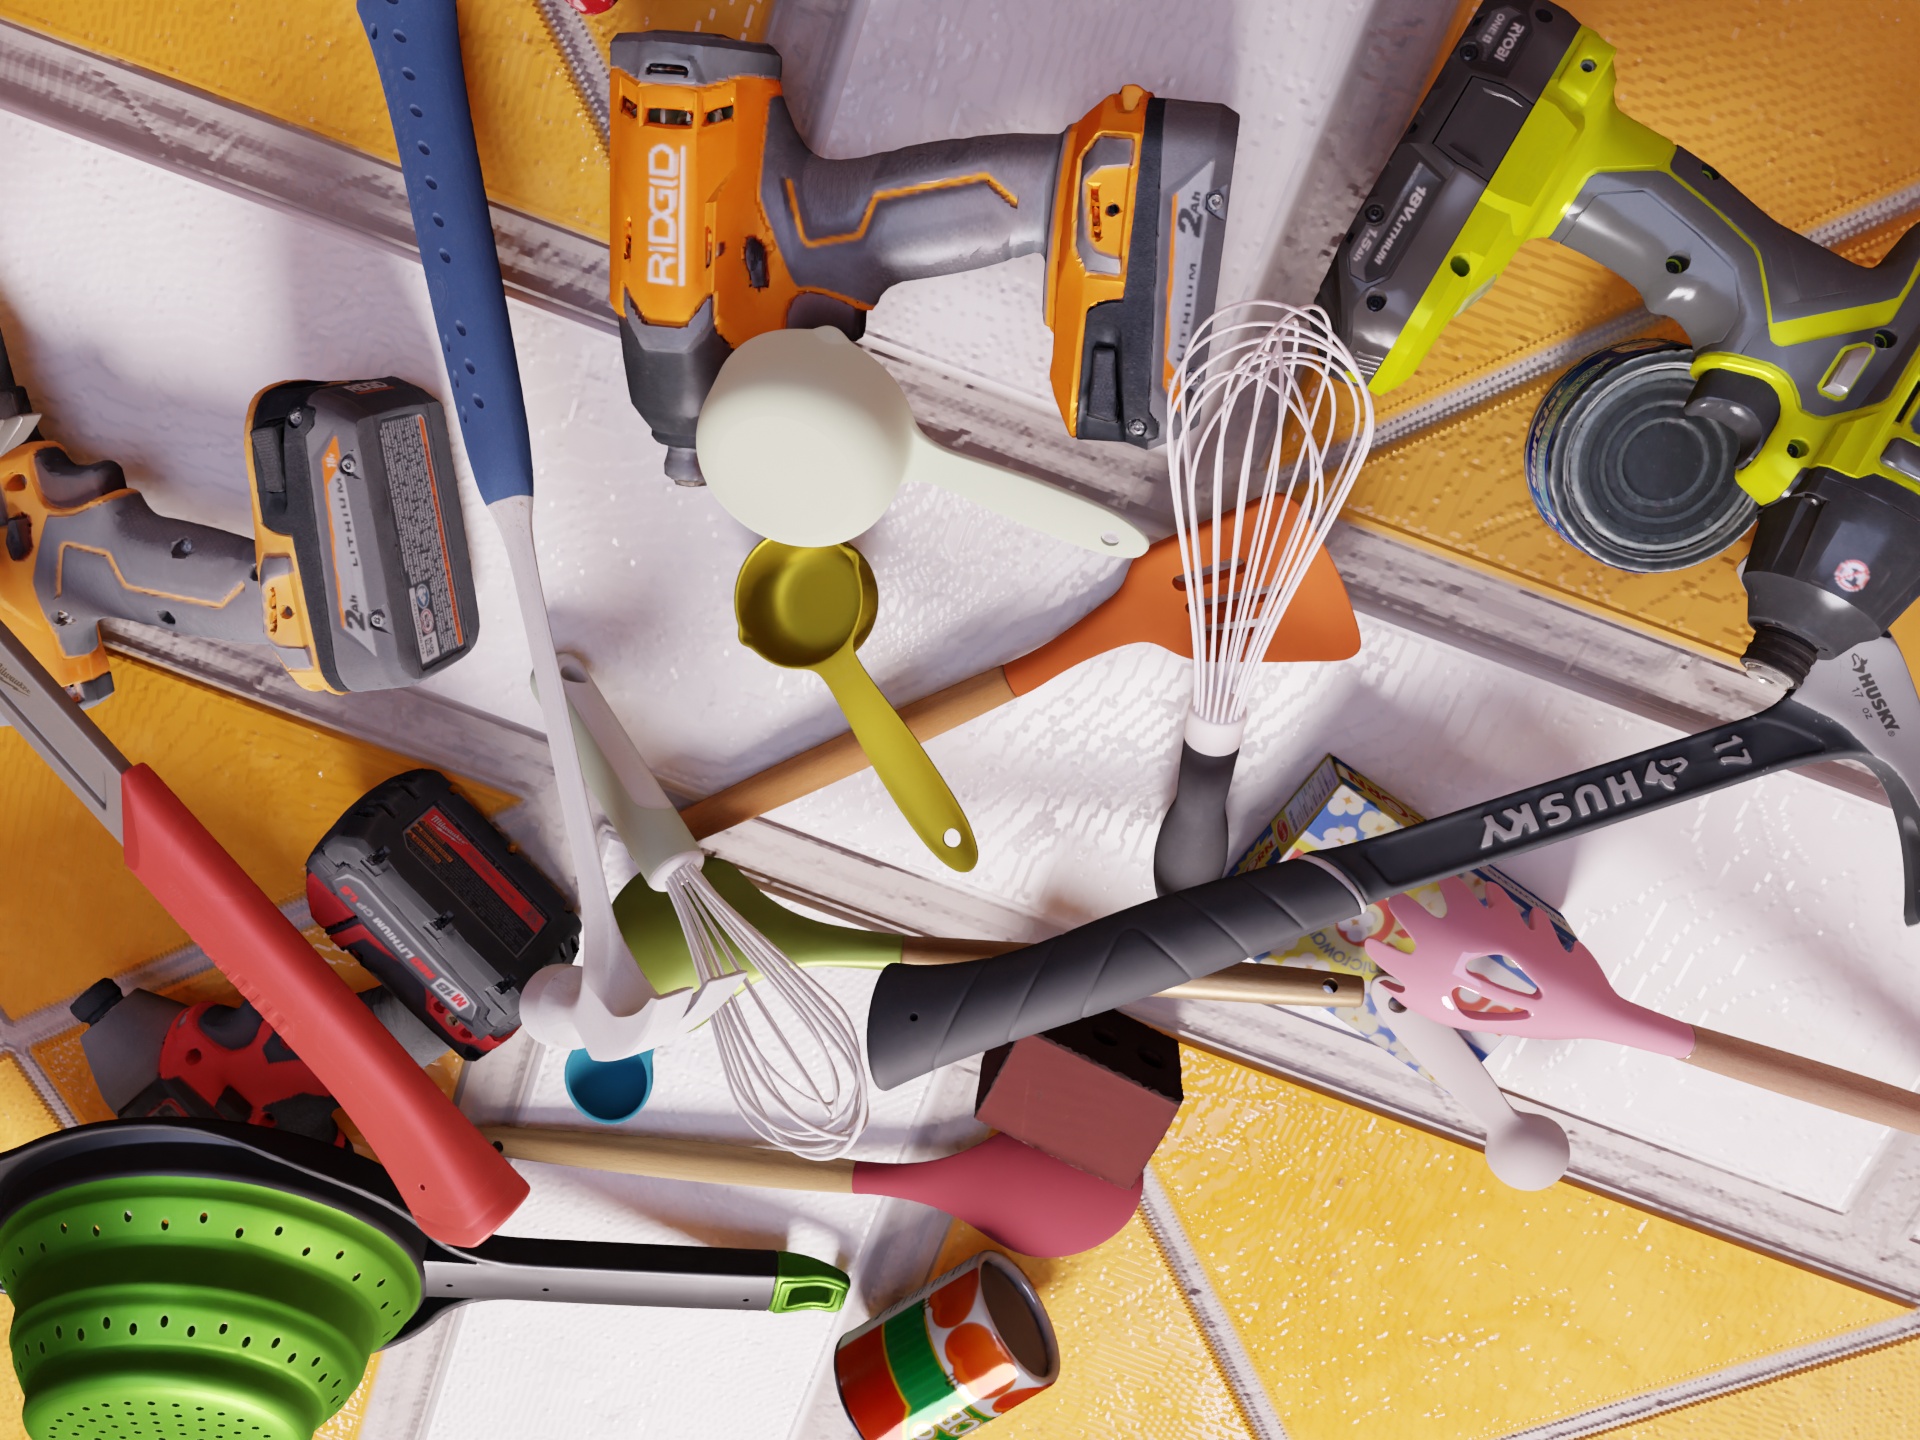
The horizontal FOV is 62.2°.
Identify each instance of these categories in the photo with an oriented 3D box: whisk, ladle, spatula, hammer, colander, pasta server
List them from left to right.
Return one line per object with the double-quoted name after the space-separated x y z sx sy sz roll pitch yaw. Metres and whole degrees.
-0.292 0.059 0.622 0.149 0.037 0.359 -37 97 23 "hammer"
-0.245 0.271 0.693 0.397 0.095 0.204 7 134 -11 "colander"
-0.162 -0.072 0.591 0.035 0.144 0.405 -13 92 -36 "hammer"
-0.108 0.065 0.630 0.059 0.057 0.246 -49 64 29 "whisk"
-0.074 0.206 0.734 0.315 0.031 0.069 3 99 6 "ladle"
-0.001 -0.002 0.652 0.322 0.041 0.081 -24 120 14 "spatula"
0.004 0.102 0.665 0.320 0.062 0.078 4 69 6 "ladle"
0.100 -0.023 0.588 0.070 0.070 0.284 5 132 4 "whisk"
0.159 0.059 0.590 0.409 0.036 0.149 -19 71 2 "hammer"
0.311 0.133 0.646 0.316 0.040 0.060 18 108 -15 "pasta server"

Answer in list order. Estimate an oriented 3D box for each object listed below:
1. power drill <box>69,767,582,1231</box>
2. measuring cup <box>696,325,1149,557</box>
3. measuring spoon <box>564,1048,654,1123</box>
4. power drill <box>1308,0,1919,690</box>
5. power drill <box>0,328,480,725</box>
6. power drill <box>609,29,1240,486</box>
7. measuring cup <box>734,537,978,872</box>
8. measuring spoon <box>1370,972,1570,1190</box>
-0.289 0.127 0.706 0.219 0.079 0.143 -39 100 18 "power drill"
-0.015 -0.081 0.564 0.167 0.038 0.083 20 136 1 "measuring cup"
-0.130 0.129 0.722 0.042 0.021 0.128 41 98 7 "measuring spoon"
0.240 -0.129 0.537 0.223 0.080 0.171 30 91 6 "power drill"
-0.323 -0.093 0.638 0.226 0.084 0.185 -2 107 11 "power drill"
-0.020 -0.159 0.587 0.226 0.084 0.164 8 110 7 "power drill"
-0.034 -0.008 0.637 0.062 0.029 0.156 -35 82 17 "measuring cup"
0.208 0.150 0.651 0.034 0.018 0.124 -39 103 15 "measuring spoon"
